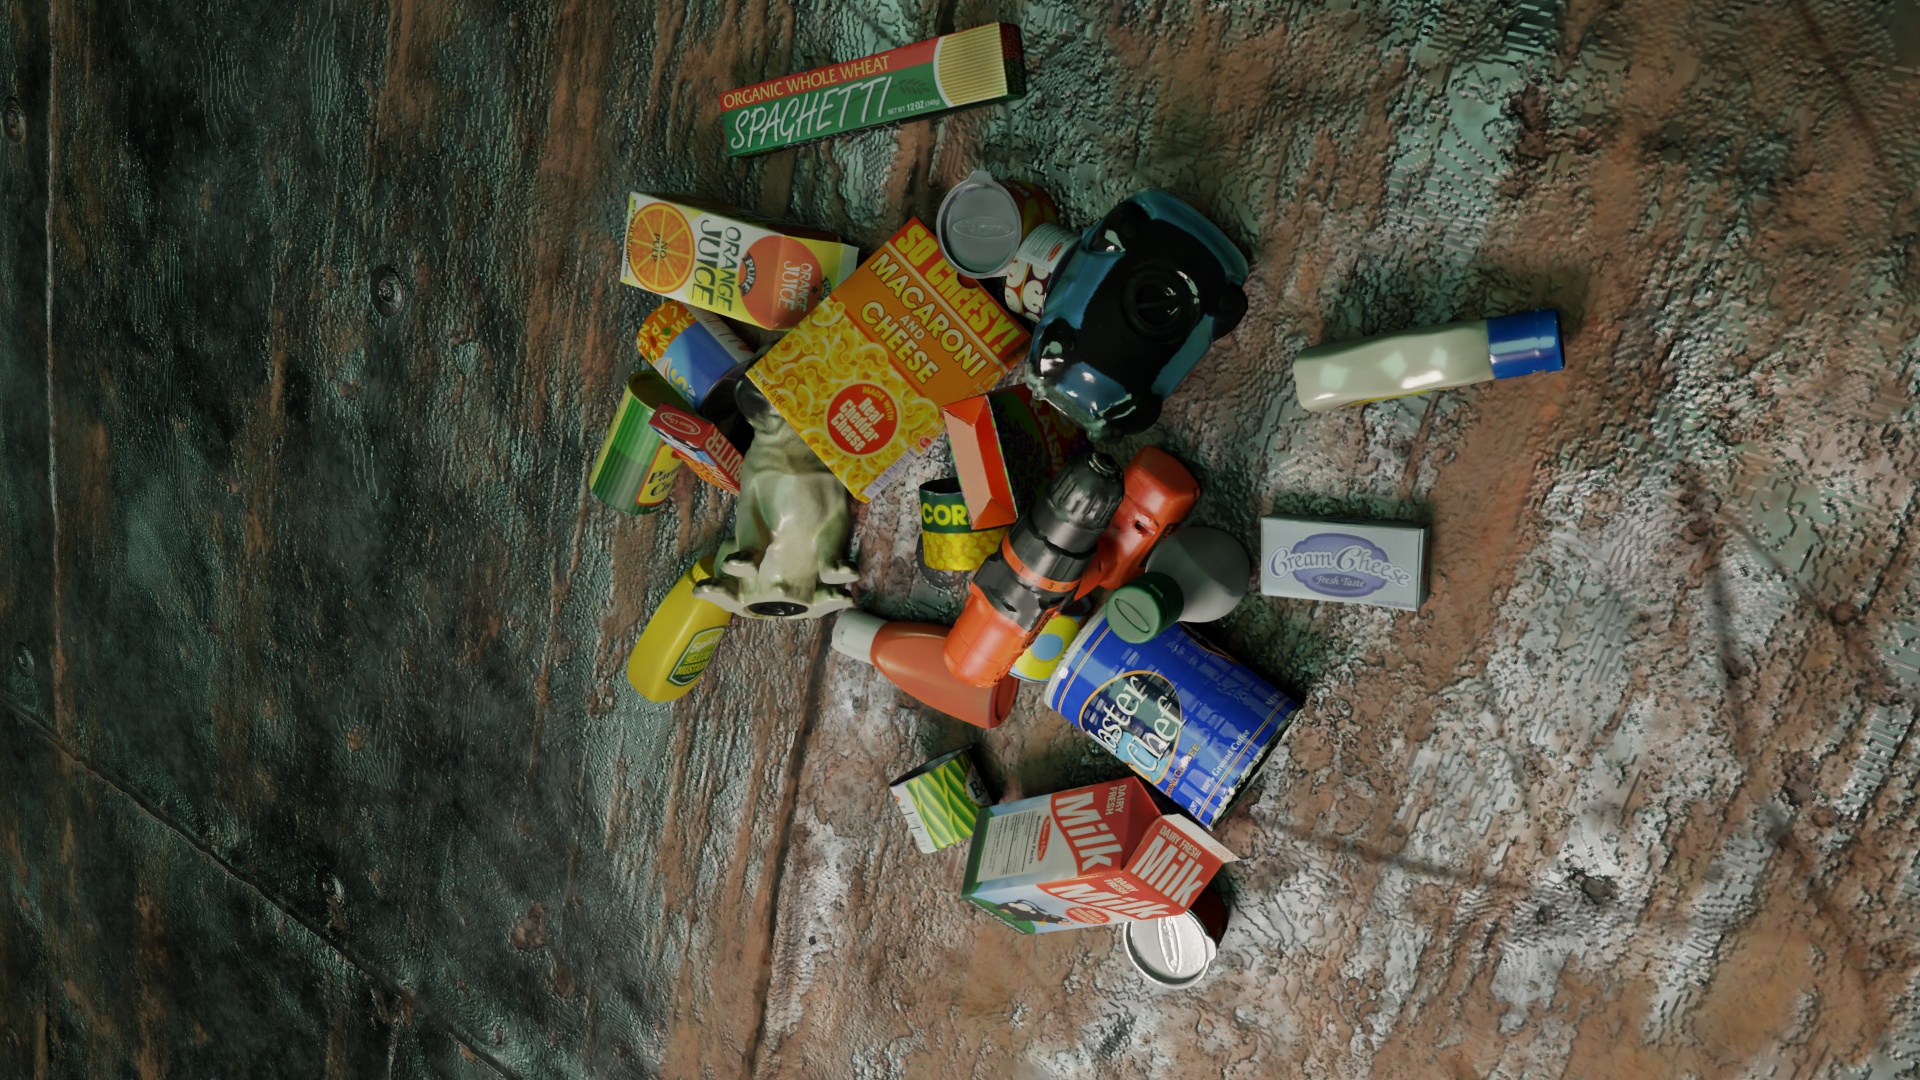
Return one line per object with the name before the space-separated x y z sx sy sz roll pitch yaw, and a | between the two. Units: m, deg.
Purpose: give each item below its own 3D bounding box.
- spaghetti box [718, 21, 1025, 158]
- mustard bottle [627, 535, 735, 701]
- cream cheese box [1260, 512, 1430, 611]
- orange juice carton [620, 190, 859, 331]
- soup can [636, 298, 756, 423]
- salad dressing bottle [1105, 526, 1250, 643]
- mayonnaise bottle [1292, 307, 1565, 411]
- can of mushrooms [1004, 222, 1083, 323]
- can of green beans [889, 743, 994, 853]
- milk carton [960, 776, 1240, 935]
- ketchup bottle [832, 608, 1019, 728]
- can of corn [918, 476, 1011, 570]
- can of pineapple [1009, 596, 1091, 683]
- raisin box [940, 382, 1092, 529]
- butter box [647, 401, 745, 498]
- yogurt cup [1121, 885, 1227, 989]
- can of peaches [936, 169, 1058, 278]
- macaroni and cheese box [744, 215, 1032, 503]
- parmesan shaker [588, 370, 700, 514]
spaghetti box | -0.070 -0.321 1.002 0.250 0.029 0.050 -2 99 31
mustard bottle | -0.222 0.063 1.160 0.049 0.065 0.159 41 115 21
cream cheese box | 0.246 0.012 0.893 0.104 0.024 0.053 5 103 30
orange juice carton | -0.160 -0.210 1.055 0.193 0.073 0.071 21 111 25
soup can | -0.207 -0.143 1.100 0.084 0.071 0.071 45 120 15
salad dressing bottle | 0.139 0.029 0.887 0.064 0.148 0.043 46 120 14
mayonnaise bottle | 0.278 -0.107 0.827 0.148 0.065 0.041 -7 97 28
can of mushrooms | 0.061 -0.177 0.936 0.033 0.071 0.070 29 114 22
can of green beans | -0.013 0.199 1.064 0.071 0.071 0.058 -28 87 32
milk carton | 0.097 0.220 0.971 0.190 0.074 0.072 -22 132 40
ketchup bottle | -0.029 0.091 1.062 0.149 0.044 0.064 18 110 26
can of corn | 0.004 -0.013 1.003 0.071 0.071 0.058 3 103 30
can of pineapple | 0.055 0.060 0.994 0.071 0.071 0.057 31 115 21
raisin box | 0.043 -0.063 0.937 0.040 0.124 0.086 -12 95 33
butter box | -0.200 -0.070 1.098 0.053 0.103 0.024 24 75 24
yogurt cup | 0.155 0.276 0.989 0.072 0.054 0.072 7 105 29
can of peaches | 0.027 -0.216 0.952 0.071 0.058 0.071 7 104 30
macaroni and cheese box | -0.049 -0.128 0.983 0.166 0.040 0.124 -43 79 3
parmesan shaker | -0.258 -0.081 1.147 0.071 0.071 0.102 40 121 17
